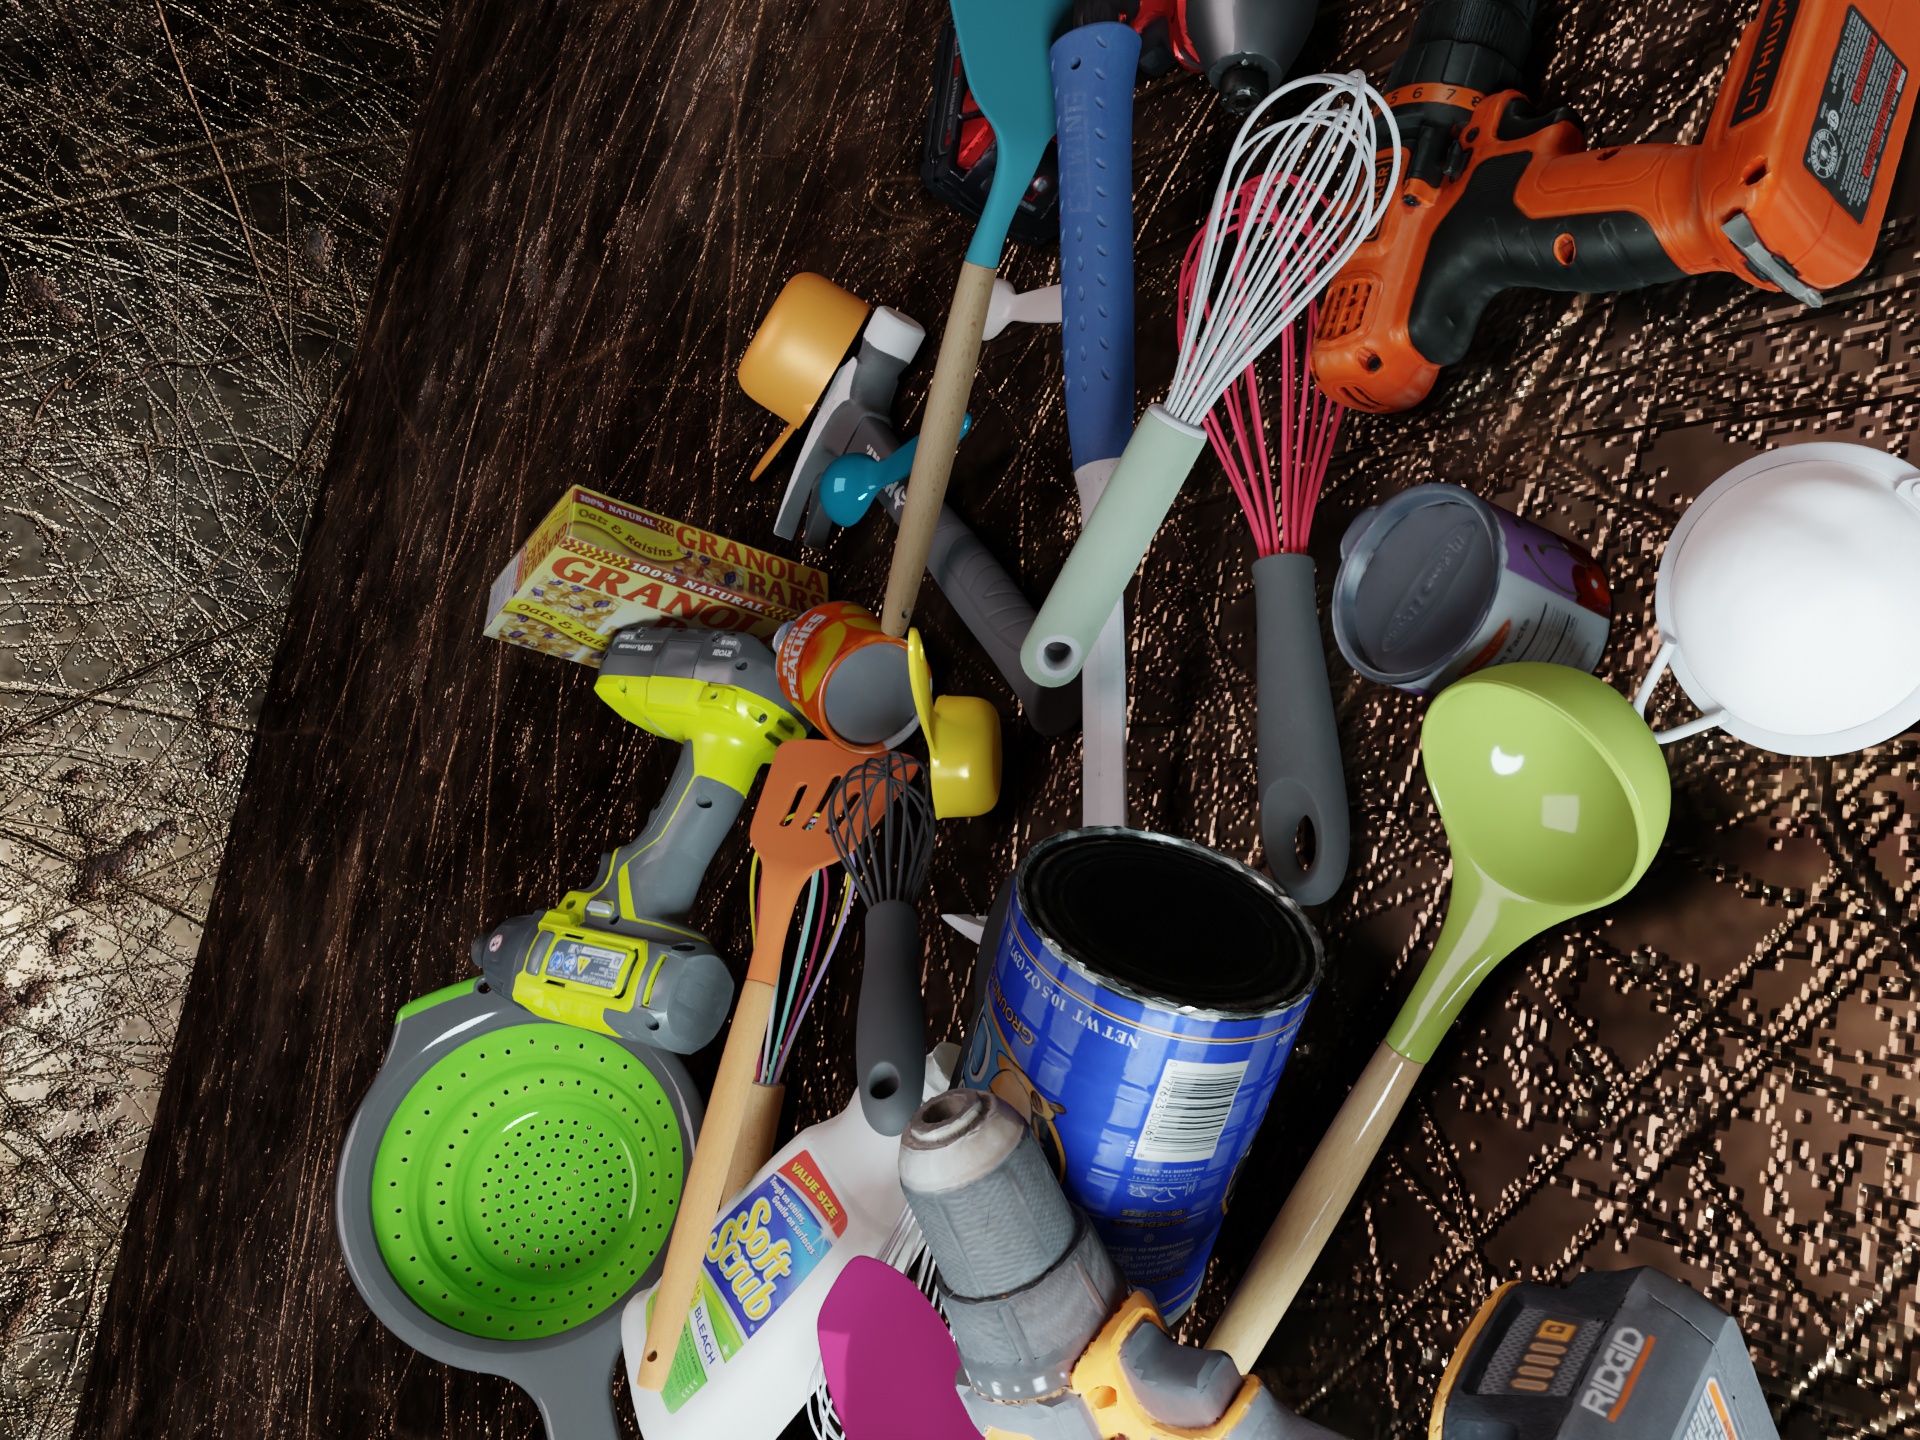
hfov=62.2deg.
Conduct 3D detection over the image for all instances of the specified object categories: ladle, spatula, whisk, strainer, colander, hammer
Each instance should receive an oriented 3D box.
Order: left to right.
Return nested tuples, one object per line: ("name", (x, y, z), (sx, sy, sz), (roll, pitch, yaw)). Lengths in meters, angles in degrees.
("colander", (-0.216, 0.337, 0.883), (0.094, 0.204, 0.397), (97, 156, -66))
("spatula", (-0.099, 0.153, 0.768), (0.081, 0.041, 0.323), (7, 70, 20))
("whisk", (-0.102, 0.168, 0.838), (0.051, 0.047, 0.245), (7, 85, 56))
("whisk", (-0.033, 0.088, 0.692), (0.055, 0.055, 0.239), (-55, 20, 26))
("hammer", (-0.015, -0.093, 0.831), (0.146, 0.035, 0.335), (-59, 36, 20))
("whisk", (-0.004, 0.185, 0.636), (0.070, 0.070, 0.284), (35, 114, 56))
("spatula", (-0.003, -0.190, 0.741), (0.044, 0.082, 0.317), (33, 118, 38))
("hammer", (0.053, -0.094, 0.661), (0.144, 0.035, 0.406), (-11, 75, 45))
("whisk", (0.083, -0.116, 0.579), (0.059, 0.057, 0.246), (-90, 25, -65))
("whisk", (0.121, -0.077, 0.602), (0.073, 0.073, 0.296), (-21, 65, 51))
("ladle", (0.123, 0.127, 0.506), (0.078, 0.062, 0.320), (38, 112, 39))
("strainer", (0.267, -0.072, 0.395), (0.258, 0.050, 0.087), (-43, 59, 33))

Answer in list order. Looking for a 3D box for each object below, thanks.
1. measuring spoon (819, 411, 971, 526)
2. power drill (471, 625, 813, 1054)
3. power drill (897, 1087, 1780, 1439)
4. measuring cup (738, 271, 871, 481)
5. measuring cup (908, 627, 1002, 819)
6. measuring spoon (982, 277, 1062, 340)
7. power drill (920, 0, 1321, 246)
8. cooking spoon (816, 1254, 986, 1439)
("measuring spoon", (-0.039, -0.138, 0.833), (0.128, 0.021, 0.042), (-20, 59, 51))
("power drill", (-0.179, 0.063, 0.891), (0.171, 0.080, 0.223), (5, 66, 34))
("power drill", (0.086, 0.183, 0.423), (0.226, 0.084, 0.185), (-11, 108, 46))
("measuring cup", (-0.118, -0.211, 1.002), (0.173, 0.052, 0.095), (-42, 21, 51))
("measuring cup", (-0.001, -0.002, 0.692), (0.156, 0.029, 0.062), (76, -164, -67))
("measuring spoon", (0.036, -0.218, 0.823), (0.124, 0.018, 0.034), (16, 89, 57))
("power drill", (0.079, -0.319, 0.756), (0.220, 0.078, 0.143), (-13, 66, 51))
("cooking spoon", (0.040, 0.303, 0.524), (0.319, 0.017, 0.068), (42, 109, 41))
